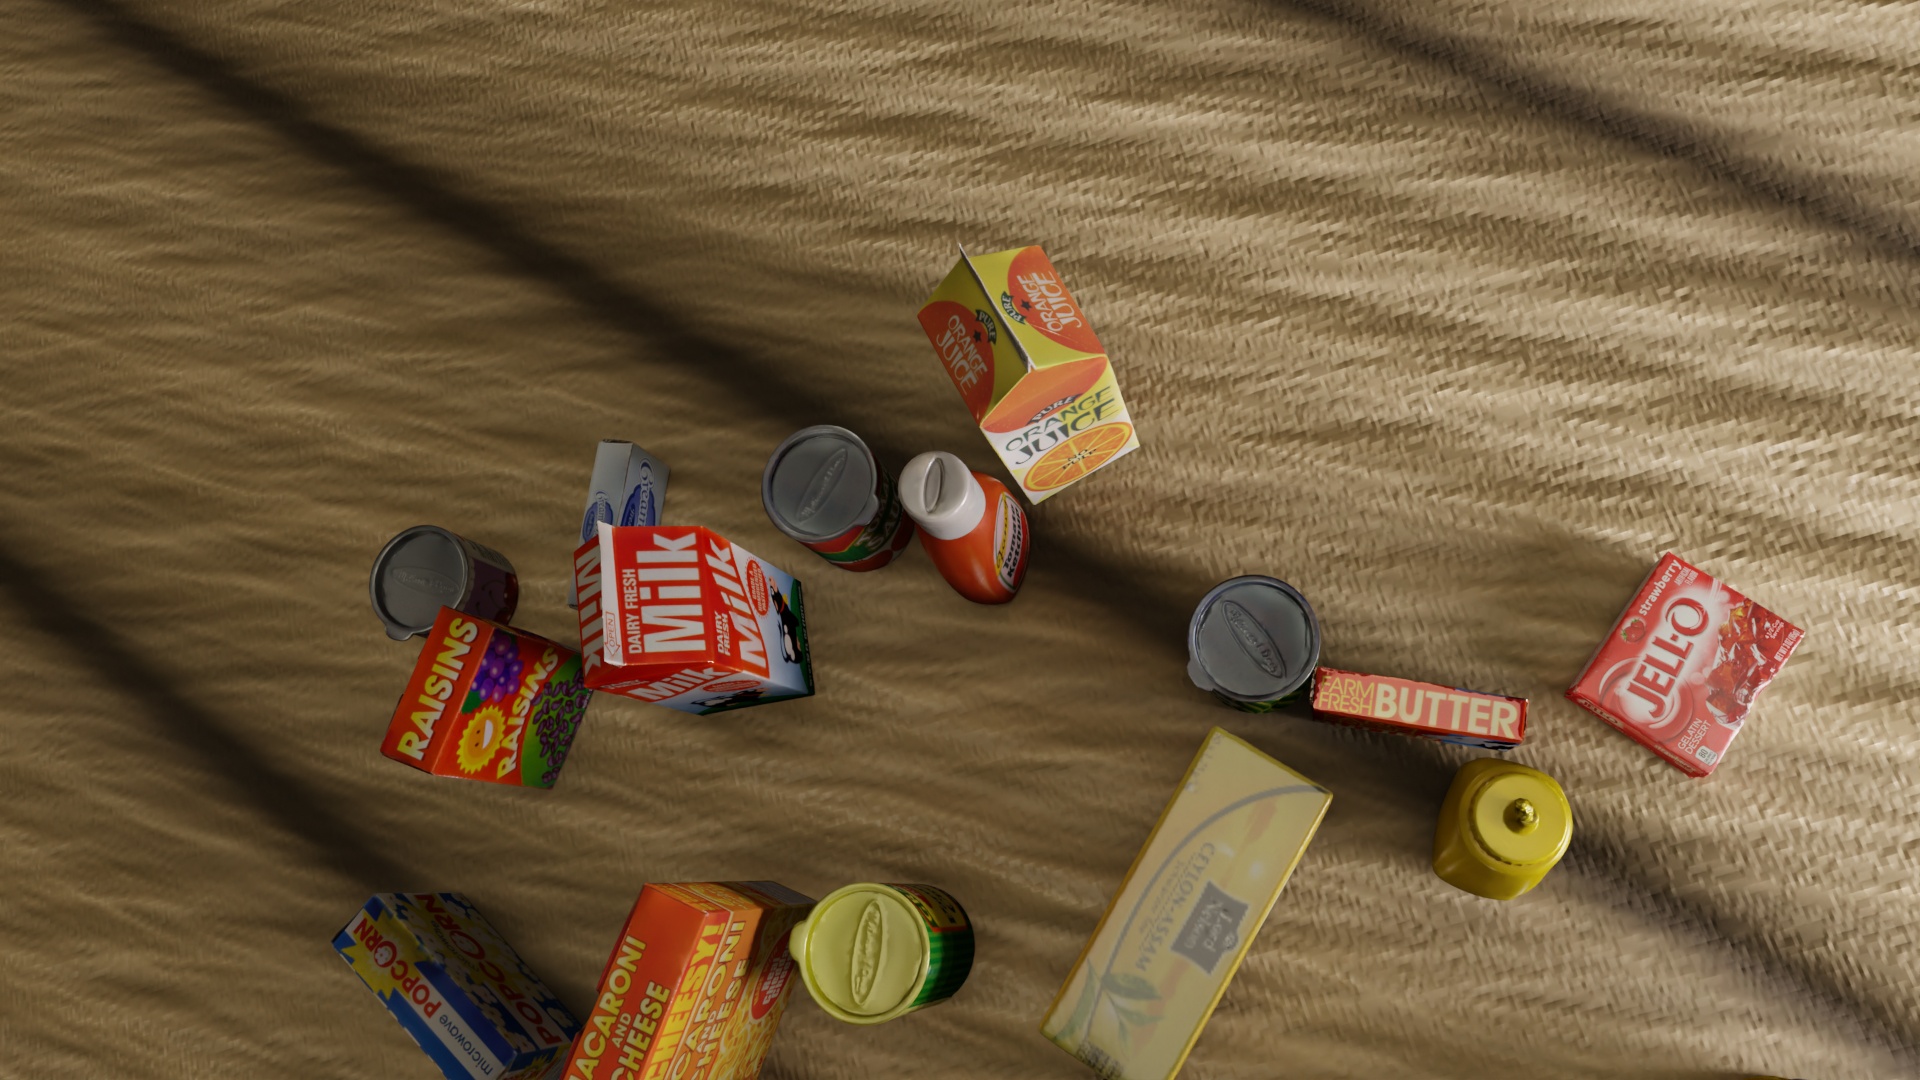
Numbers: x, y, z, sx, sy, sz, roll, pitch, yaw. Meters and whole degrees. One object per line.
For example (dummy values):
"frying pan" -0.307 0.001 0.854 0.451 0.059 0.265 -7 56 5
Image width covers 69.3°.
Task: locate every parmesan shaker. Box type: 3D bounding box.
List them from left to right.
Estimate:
"parmesan shaker" -0.038 0.209 0.715 0.071 0.103 0.071 -3 76 13

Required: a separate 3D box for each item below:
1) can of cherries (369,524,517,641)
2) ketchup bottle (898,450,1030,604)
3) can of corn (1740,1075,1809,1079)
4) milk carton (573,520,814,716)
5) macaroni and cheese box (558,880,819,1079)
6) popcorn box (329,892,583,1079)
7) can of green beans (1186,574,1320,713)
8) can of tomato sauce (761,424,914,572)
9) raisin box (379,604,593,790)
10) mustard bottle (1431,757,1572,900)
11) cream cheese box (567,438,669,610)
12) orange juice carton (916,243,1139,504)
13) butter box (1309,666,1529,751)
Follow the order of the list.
"can of cherries" -0.316 0.031 0.850 0.071 0.058 0.071 -3 76 13
"ketchup bottle" 0.003 -0.009 0.737 0.043 0.148 0.065 4 77 14
"can of corn" 0.374 0.276 0.623 0.071 0.058 0.071 -3 76 13
"milk carton" -0.145 0.044 0.736 0.073 0.190 0.072 -12 74 11
"macaroni and cheese box" -0.133 0.236 0.697 0.040 0.166 0.124 19 81 17
"popcorn box" -0.274 0.251 0.770 0.127 0.085 0.038 39 88 19
"can of green beans" 0.155 0.056 0.732 0.071 0.057 0.071 -3 76 13
"can of tomato sauce" -0.066 -0.021 0.791 0.071 0.083 0.071 -3 76 13
"raisin box" -0.262 0.092 0.788 0.040 0.123 0.086 19 81 17
"mustard bottle" 0.249 0.131 0.636 0.049 0.160 0.065 16 81 17
"cream cheese box" -0.205 -0.004 0.835 0.024 0.053 0.104 4 77 15
"orange juice carton" 0.036 -0.088 0.726 0.073 0.192 0.072 -29 72 5
"butter box" 0.231 0.086 0.709 0.103 0.053 0.024 8 79 15
